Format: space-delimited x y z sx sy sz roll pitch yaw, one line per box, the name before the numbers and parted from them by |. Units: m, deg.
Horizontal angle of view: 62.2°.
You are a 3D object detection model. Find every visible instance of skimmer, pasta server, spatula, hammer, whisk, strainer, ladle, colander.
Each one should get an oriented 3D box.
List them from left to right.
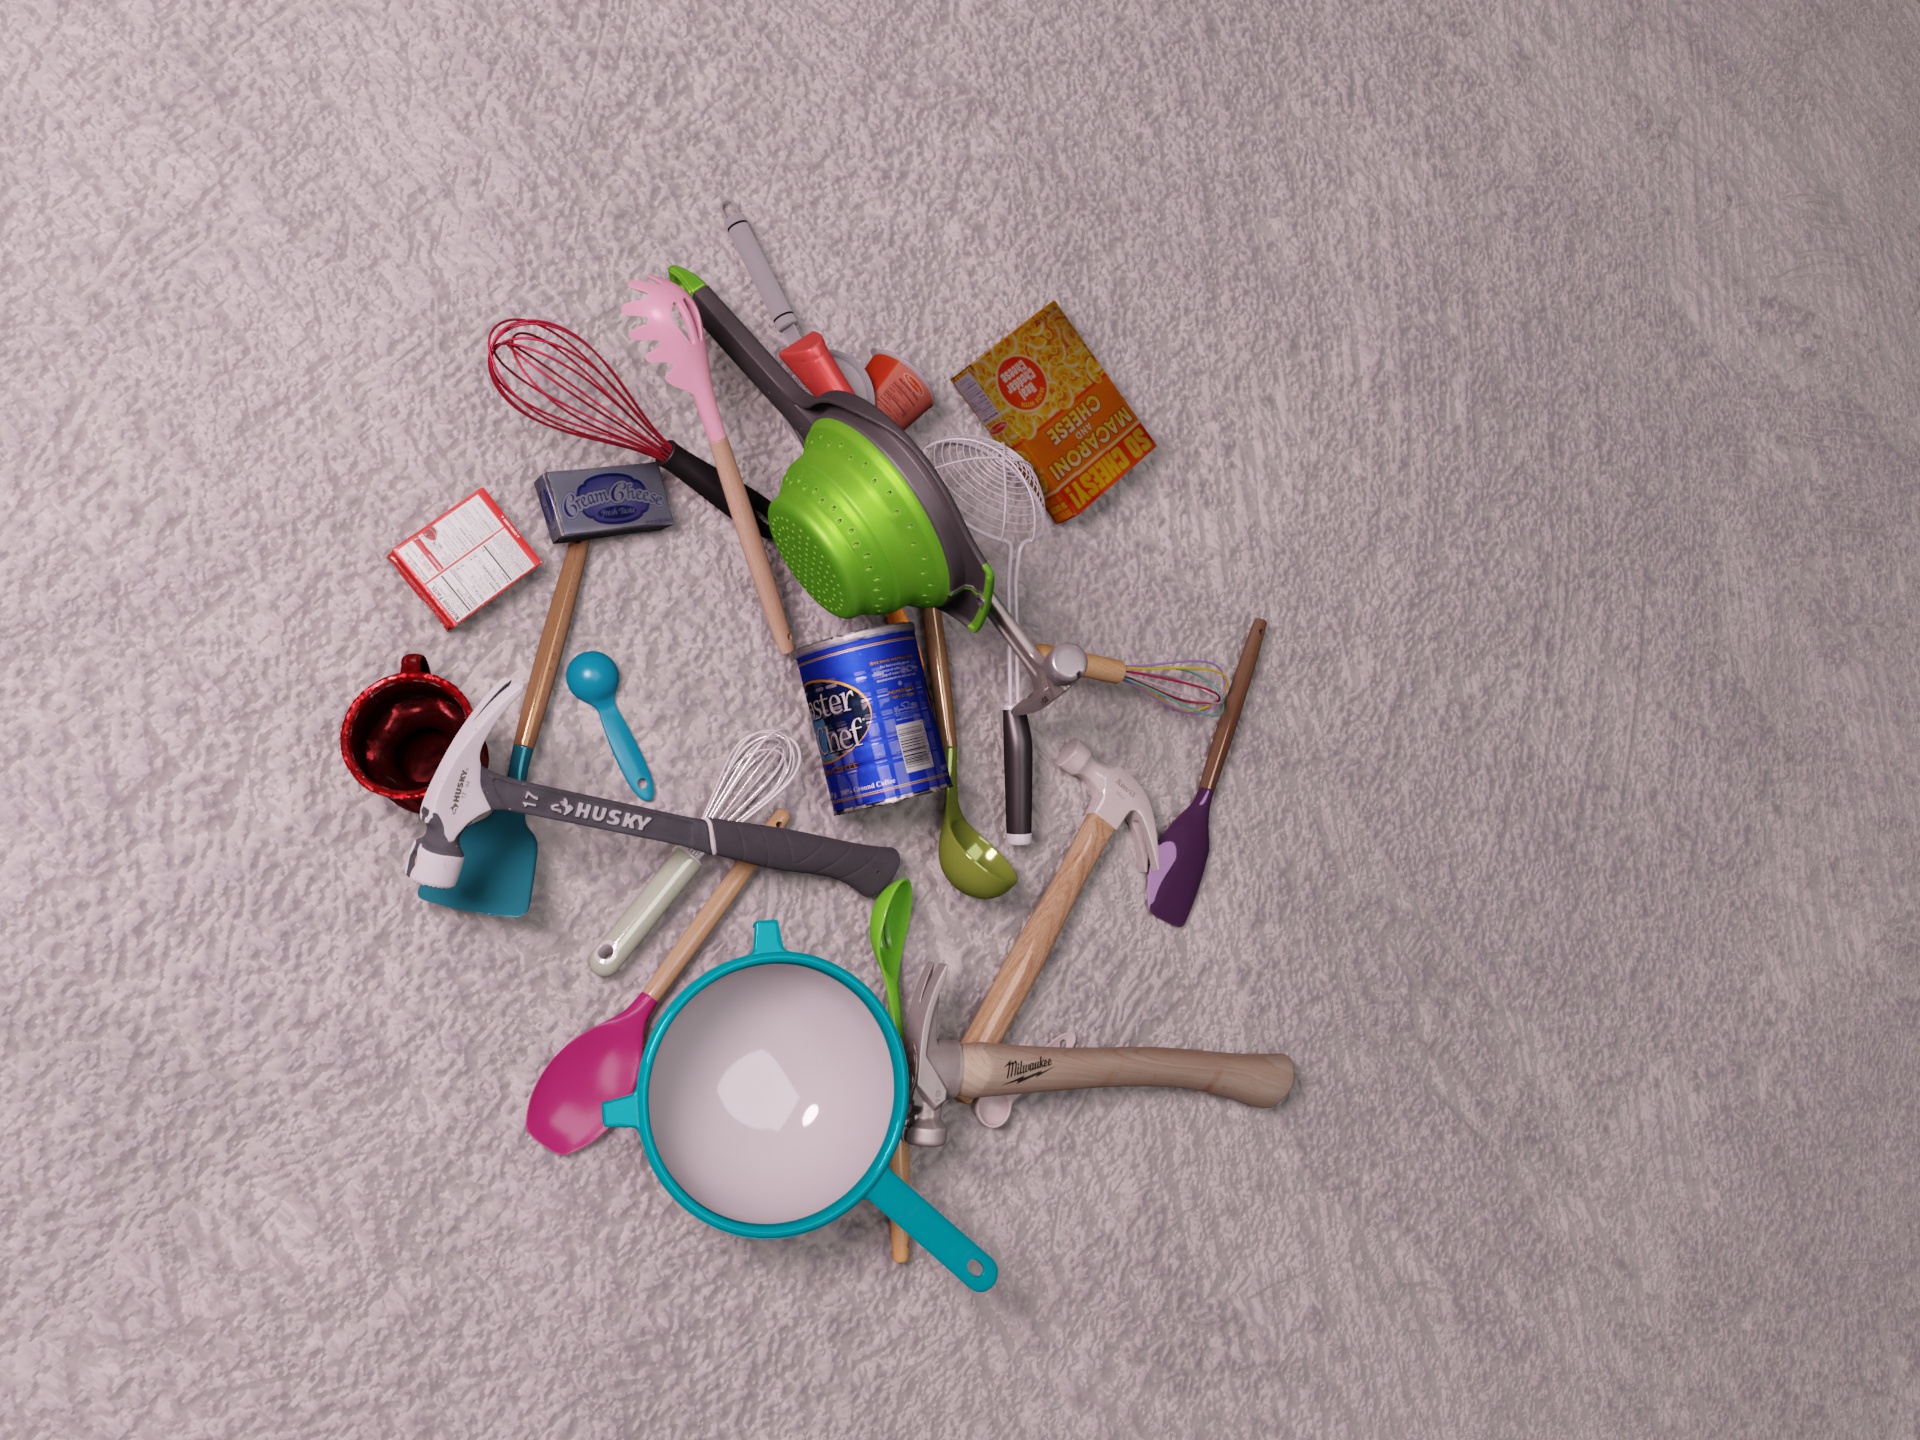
spatula | -0.328 -0.006 1.214 0.082 0.044 0.318 10 74 2
whisk | -0.247 -0.220 1.249 0.295 0.073 0.073 32 68 -40
hammer | -0.206 0.079 1.206 0.408 0.036 0.149 16 92 -41
whisk | -0.210 0.102 1.261 0.058 0.059 0.246 31 69 19
pasta server | -0.189 -0.197 1.262 0.060 0.040 0.316 -42 124 -45
strainer | -0.146 -0.330 1.347 0.258 0.087 0.050 63 21 5
colander | -0.137 -0.207 1.267 0.094 0.204 0.397 -37 76 -19
strainer | -0.108 0.329 1.243 0.340 0.095 0.211 44 68 -12
hammer | -0.029 -0.162 1.300 0.037 0.149 0.359 -37 90 -17
ladle | -0.002 -0.004 1.375 0.078 0.062 0.320 13 68 -66
skimmer | 0.027 -0.073 1.409 0.127 0.090 0.363 -4 94 -42
hammer | 0.074 0.185 1.399 0.130 0.031 0.331 37 68 -17
hammer | 0.133 0.293 1.388 0.410 0.038 0.146 9 83 -32
whisk | 0.157 -0.037 1.444 0.244 0.047 0.051 10 66 -38
spatula | 0.239 0.042 1.512 0.059 0.018 0.316 29 71 -23

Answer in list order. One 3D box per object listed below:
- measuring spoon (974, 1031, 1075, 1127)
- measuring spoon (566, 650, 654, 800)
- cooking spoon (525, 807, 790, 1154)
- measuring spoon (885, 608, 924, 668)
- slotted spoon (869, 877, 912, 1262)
measuring spoon | 0.056 0.309 1.384 0.124 0.018 0.034 -34 101 -34
measuring spoon | -0.270 0.004 1.254 0.042 0.021 0.128 -26 93 -28
cooking spoon | -0.228 0.197 1.250 0.068 0.017 0.319 41 67 -16
measuring spoon | -0.058 -0.089 1.386 0.021 0.011 0.117 -26 98 -31
slotted spoon | -0.054 0.288 1.315 0.031 0.070 0.314 -3 87 17
